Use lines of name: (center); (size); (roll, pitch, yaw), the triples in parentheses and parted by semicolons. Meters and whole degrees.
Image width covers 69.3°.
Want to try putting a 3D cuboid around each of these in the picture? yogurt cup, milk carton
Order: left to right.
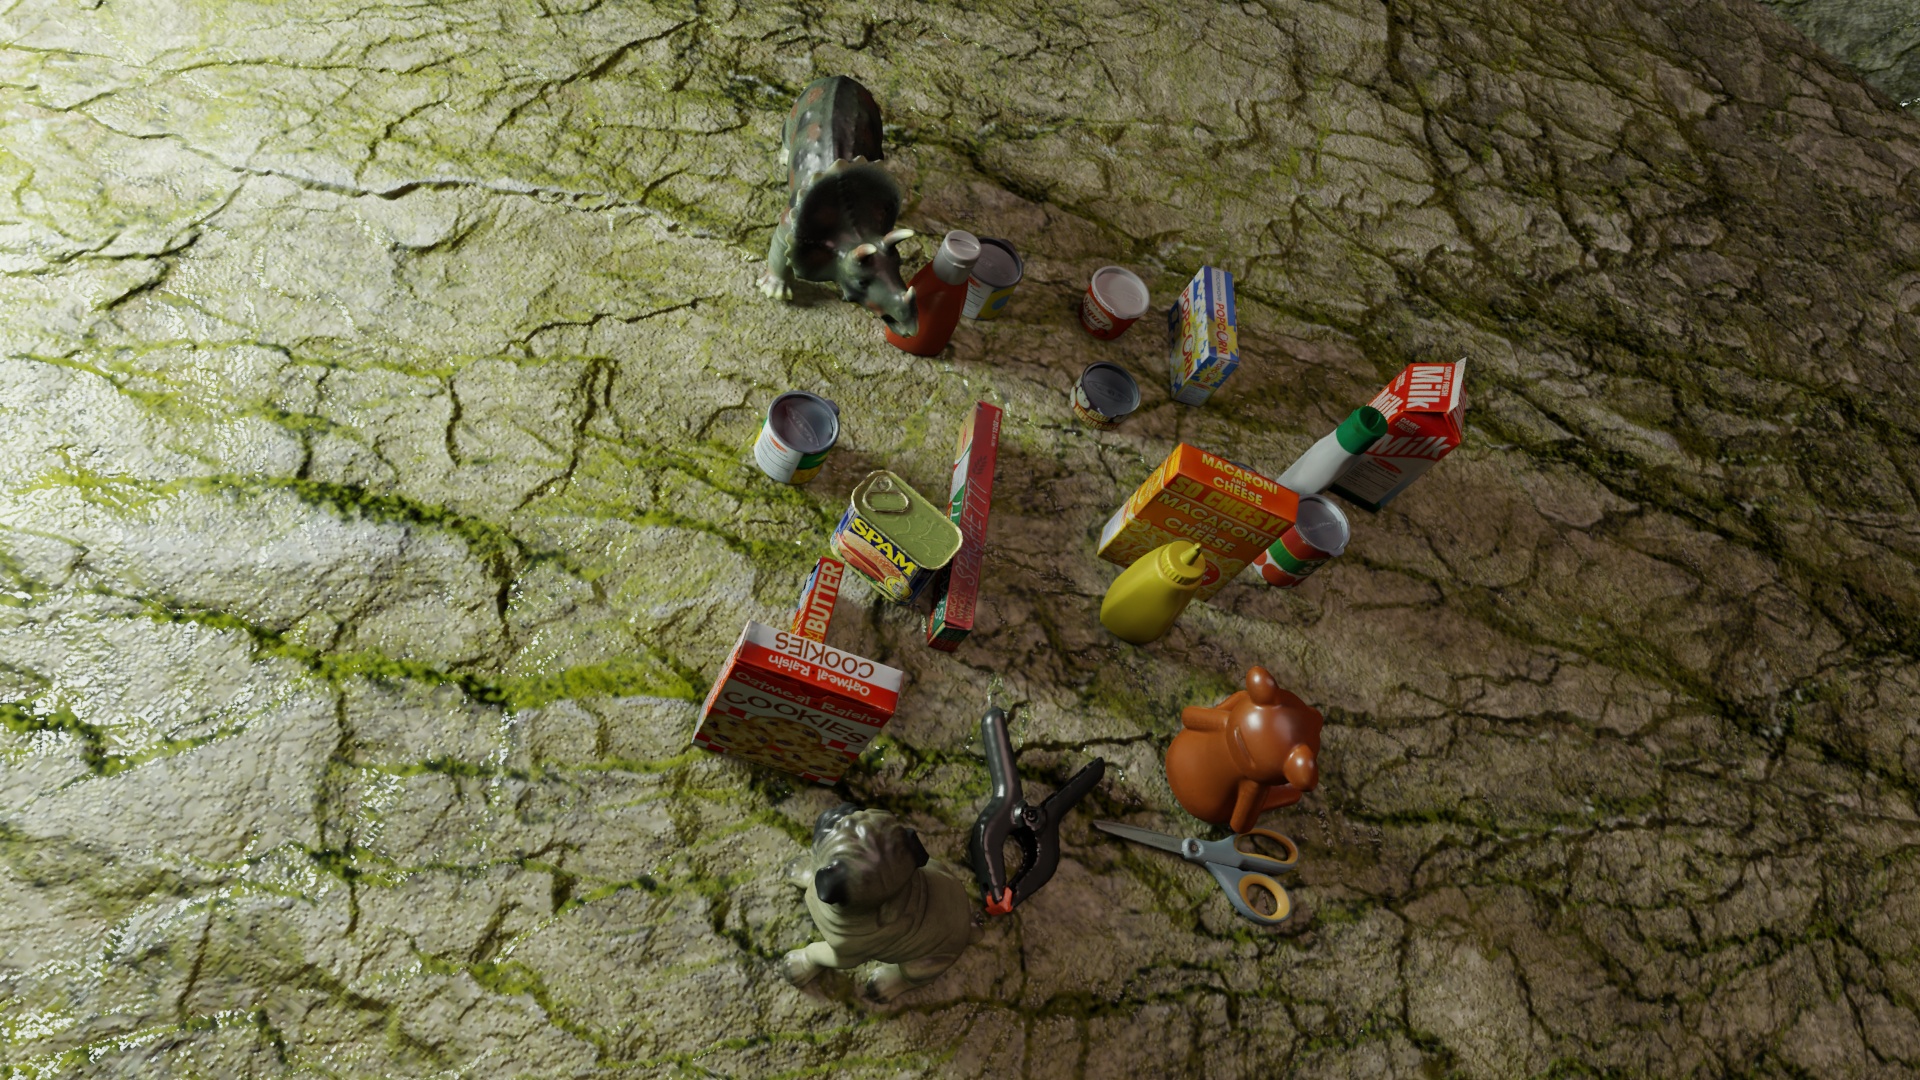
yogurt cup: (0.162, -0.252, 1.486); (0.072, 0.053, 0.073); (11, 58, -18)
milk carton: (0.463, -0.114, 1.452); (0.073, 0.189, 0.073); (27, 55, -7)

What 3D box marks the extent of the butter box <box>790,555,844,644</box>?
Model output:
butter box: (-0.126, 0.069, 1.175); (0.024, 0.053, 0.104); (20, 56, -12)

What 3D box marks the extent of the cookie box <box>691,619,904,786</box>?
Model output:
cookie box: (-0.129, 0.130, 1.069); (0.123, 0.166, 0.040); (20, 56, -12)

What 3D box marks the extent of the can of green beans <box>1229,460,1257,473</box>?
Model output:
can of green beans: (0.270, -0.038, 1.406); (0.071, 0.057, 0.071); (11, 58, -18)

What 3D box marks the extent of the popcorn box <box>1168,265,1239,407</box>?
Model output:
popcorn box: (0.260, -0.219, 1.490); (0.038, 0.084, 0.127); (13, 57, -16)

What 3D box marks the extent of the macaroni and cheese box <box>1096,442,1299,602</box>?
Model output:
macaroni and cheese box: (0.220, -0.015, 1.304); (0.124, 0.165, 0.040); (23, 56, -10)

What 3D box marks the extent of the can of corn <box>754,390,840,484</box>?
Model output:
can of corn: (-0.147, -0.094, 1.258); (0.071, 0.058, 0.071); (11, 58, -18)

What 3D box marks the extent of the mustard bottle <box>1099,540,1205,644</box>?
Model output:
mustard bottle: (0.183, 0.040, 1.260); (0.065, 0.159, 0.049); (31, 54, -4)

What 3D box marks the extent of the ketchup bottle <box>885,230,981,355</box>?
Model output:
ketchup bottle: (-0.022, -0.238, 1.341); (0.065, 0.148, 0.044); (12, 58, -17)

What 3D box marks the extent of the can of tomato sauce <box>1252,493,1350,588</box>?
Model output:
can of tomato sauce: (0.342, 0.003, 1.397); (0.071, 0.082, 0.071); (11, 58, -18)

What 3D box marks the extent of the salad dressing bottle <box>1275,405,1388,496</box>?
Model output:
salad dressing bottle: (0.380, -0.084, 1.425); (0.044, 0.147, 0.064); (42, 54, 4)

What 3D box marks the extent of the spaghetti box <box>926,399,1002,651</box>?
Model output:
spaghetti box: (0.005, -0.016, 1.283); (0.029, 0.050, 0.251); (17, 56, -14)

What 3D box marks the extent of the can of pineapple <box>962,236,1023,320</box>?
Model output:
can of pineapple: (0.026, -0.271, 1.437); (0.071, 0.057, 0.071); (11, 58, -18)

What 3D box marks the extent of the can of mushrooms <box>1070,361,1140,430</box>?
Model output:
can of mushrooms: (0.148, -0.147, 1.432); (0.071, 0.033, 0.071); (11, 58, -18)
